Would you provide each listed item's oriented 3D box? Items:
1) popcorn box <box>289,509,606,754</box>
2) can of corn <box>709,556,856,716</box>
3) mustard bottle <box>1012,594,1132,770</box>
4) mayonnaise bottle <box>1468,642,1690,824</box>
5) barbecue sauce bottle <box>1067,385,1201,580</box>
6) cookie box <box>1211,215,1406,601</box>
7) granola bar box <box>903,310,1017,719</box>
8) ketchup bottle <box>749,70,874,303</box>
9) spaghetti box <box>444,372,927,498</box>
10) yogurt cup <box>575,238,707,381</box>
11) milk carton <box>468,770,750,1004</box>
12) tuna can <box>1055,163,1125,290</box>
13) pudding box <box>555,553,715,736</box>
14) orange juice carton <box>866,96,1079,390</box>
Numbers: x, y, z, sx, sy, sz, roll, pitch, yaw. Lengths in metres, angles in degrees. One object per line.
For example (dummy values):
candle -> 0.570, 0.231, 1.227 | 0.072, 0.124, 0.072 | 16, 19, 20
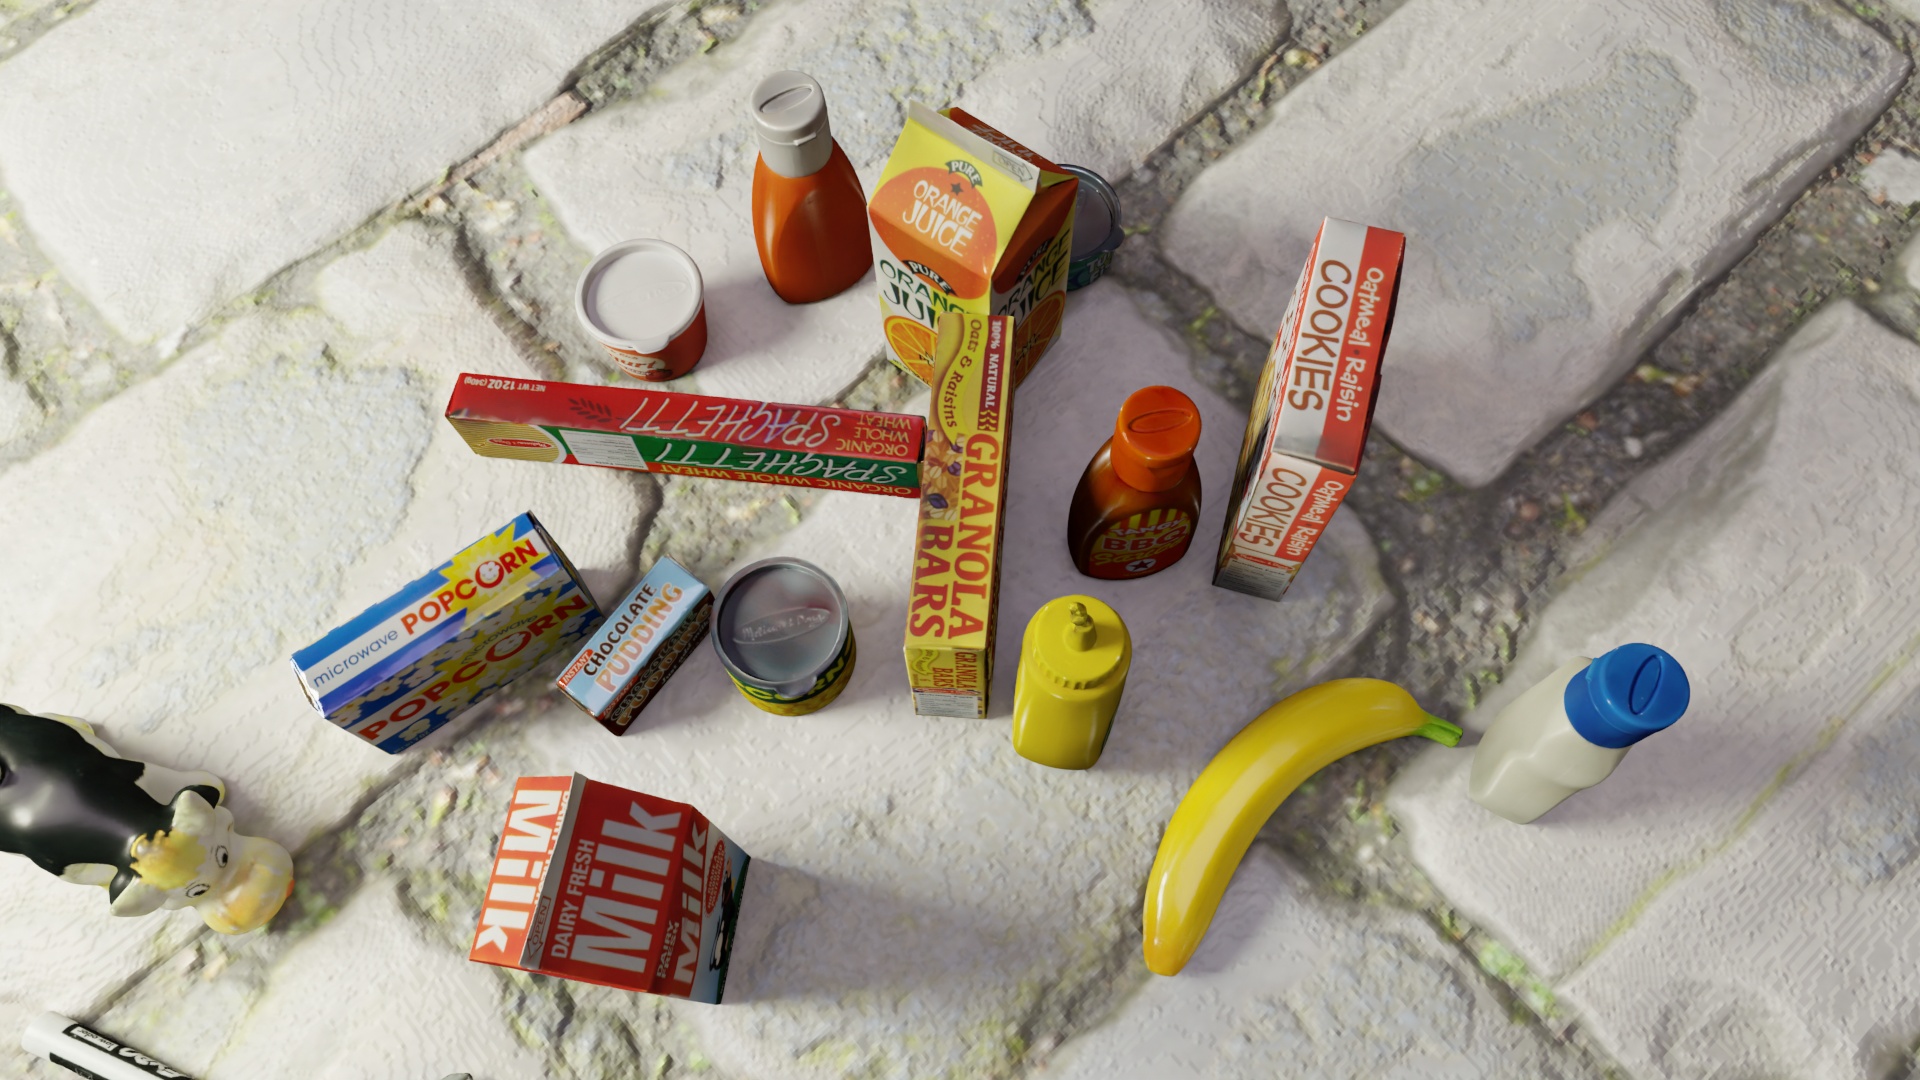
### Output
popcorn box -> -0.244, 0.047, 0.673 | 0.127, 0.085, 0.038 | -34, 72, -12
can of corn -> -0.085, 0.051, 0.685 | 0.071, 0.058, 0.071 | 0, 68, 1
mustard bottle -> 0.050, 0.060, 0.625 | 0.049, 0.159, 0.065 | 11, 69, 5
mayonnaise bottle -> 0.273, 0.084, 0.620 | 0.041, 0.147, 0.065 | 28, 72, 11
barbecue sauce bottle -> 0.087, -0.025, 0.665 | 0.065, 0.148, 0.044 | -10, 69, -3
cookie box -> 0.164, -0.056, 0.667 | 0.040, 0.167, 0.123 | 15, 69, 6
granola bar box -> 0.002, -0.008, 0.672 | 0.039, 0.123, 0.166 | 4, 69, 2
ketchup bottle -> -0.081, -0.183, 0.730 | 0.065, 0.148, 0.043 | -28, 71, -10
spaghetti box -> -0.139, -0.054, 0.732 | 0.250, 0.050, 0.029 | 6, 69, 3
yogurt cup -> -0.170, -0.122, 0.757 | 0.072, 0.053, 0.072 | 0, 68, 1
milk carton -> -0.143, 0.148, 0.576 | 0.073, 0.190, 0.072 | 8, 69, 4
tuna can -> 0.059, -0.176, 0.788 | 0.071, 0.032, 0.071 | 0, 68, 1
pudding box -> -0.158, 0.052, 0.689 | 0.030, 0.049, 0.084 | 35, 73, 13
orange juice carton -> 0.007, -0.142, 0.689 | 0.072, 0.192, 0.073 | 34, 73, 13
